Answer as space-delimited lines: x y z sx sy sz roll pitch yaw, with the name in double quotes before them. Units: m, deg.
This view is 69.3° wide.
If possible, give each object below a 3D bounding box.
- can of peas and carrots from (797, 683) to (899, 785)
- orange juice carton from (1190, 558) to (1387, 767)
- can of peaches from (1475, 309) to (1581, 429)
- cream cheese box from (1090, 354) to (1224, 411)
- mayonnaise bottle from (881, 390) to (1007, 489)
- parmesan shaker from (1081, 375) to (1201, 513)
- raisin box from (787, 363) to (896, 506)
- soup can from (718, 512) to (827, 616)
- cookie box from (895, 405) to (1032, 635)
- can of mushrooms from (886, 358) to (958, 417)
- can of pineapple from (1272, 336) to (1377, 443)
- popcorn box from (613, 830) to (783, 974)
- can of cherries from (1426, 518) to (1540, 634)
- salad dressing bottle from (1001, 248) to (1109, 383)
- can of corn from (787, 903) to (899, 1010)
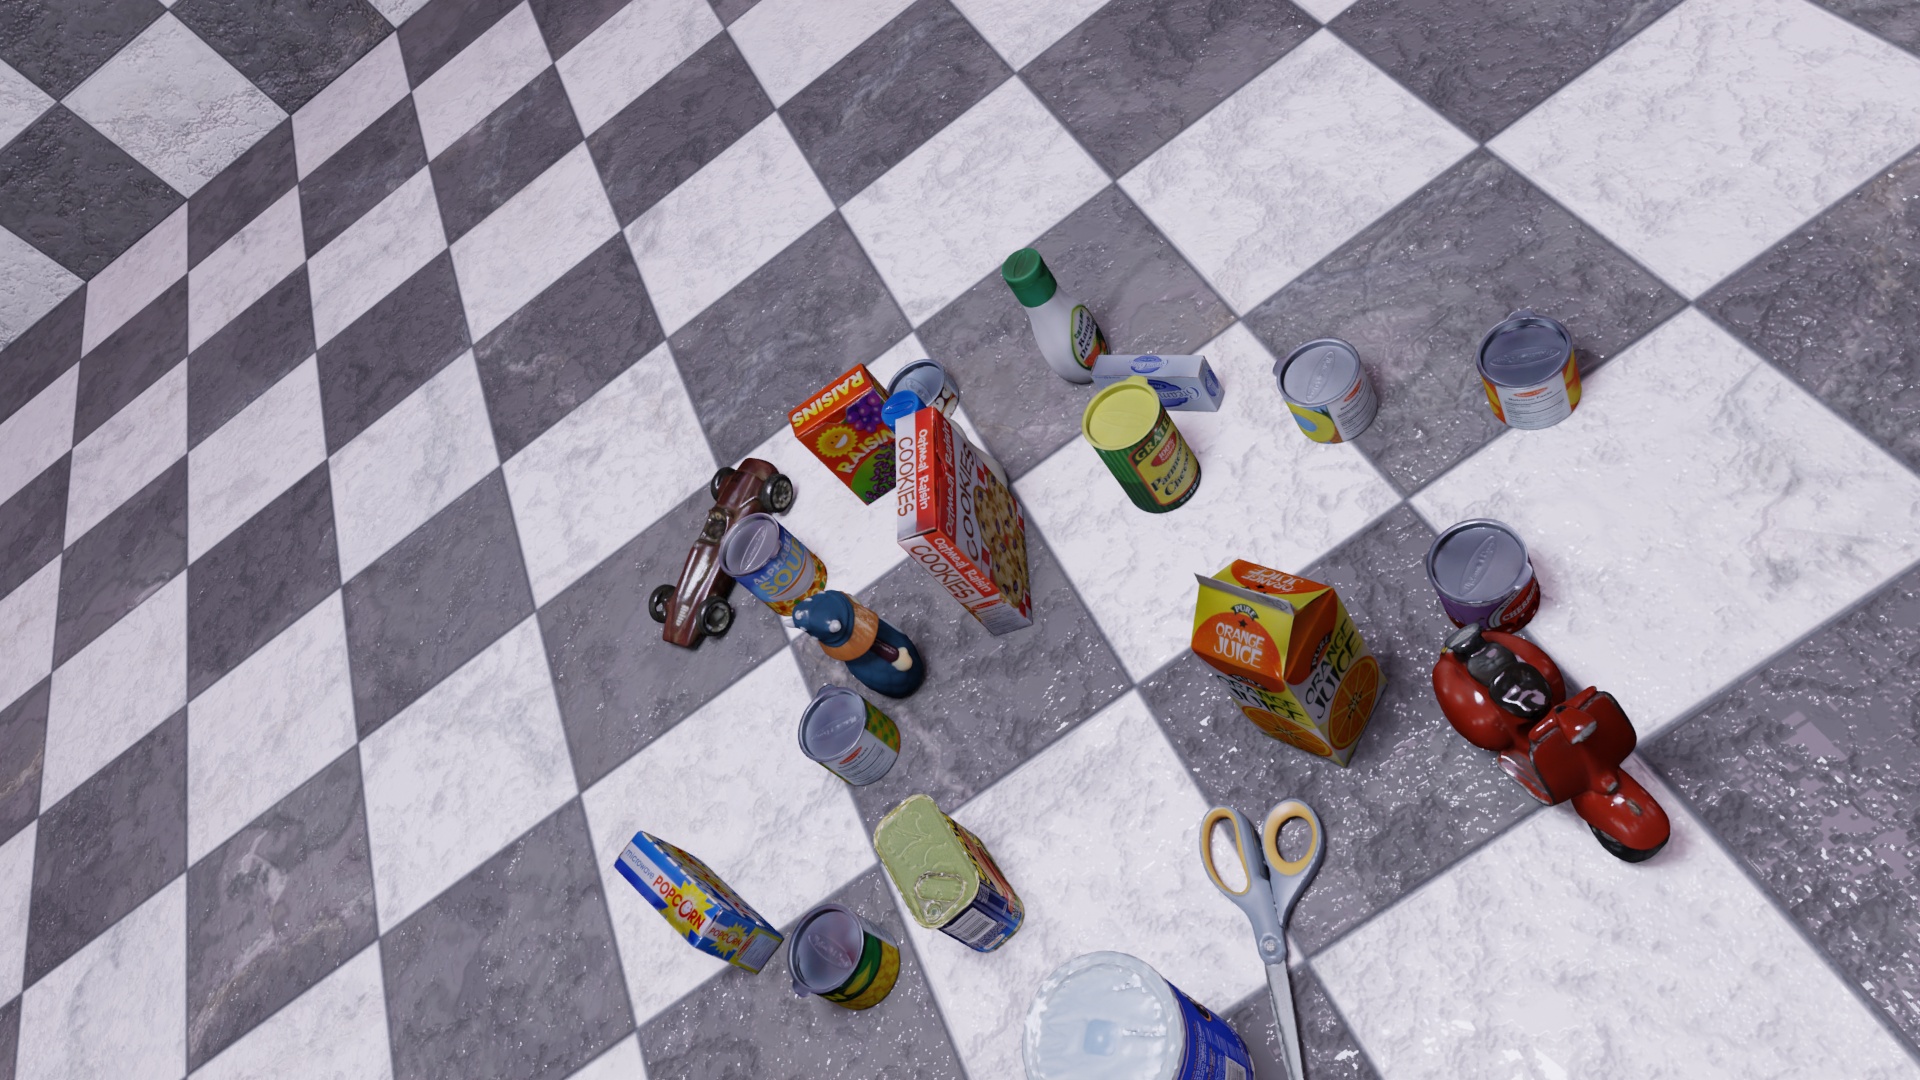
"can of peas and carrots" -0.093 0.162 1.156 0.071 0.058 0.071 -16 53 23
"orange juice carton" 0.217 0.075 0.931 0.072 0.192 0.073 20 73 39
"can of peaches" 0.421 -0.126 1.028 0.071 0.058 0.071 -16 53 23
"cream cheese box" 0.169 -0.135 1.194 0.104 0.053 0.024 5 64 34
"mayonnaise bottle" -0.016 -0.075 1.206 0.064 0.147 0.041 -18 53 22
"parmesan shaker" 0.151 -0.077 1.133 0.071 0.103 0.071 -16 53 23
"raisin box" -0.089 -0.096 1.281 0.086 0.123 0.040 -33 49 10
"soup can" -0.170 0.024 1.278 0.071 0.083 0.072 -16 53 23
"cookie box" 0.004 -0.014 1.139 0.040 0.167 0.123 -19 52 21
"can of mushrooms" -0.039 -0.138 1.338 0.071 0.033 0.071 -16 53 23
"can of pineapple" 0.291 -0.119 1.105 0.071 0.057 0.071 -16 53 23
"popcorn box" -0.213 0.292 1.126 0.127 0.085 0.038 28 78 41
"can of cherries" 0.364 0.028 0.961 0.071 0.058 0.072 -16 53 23
"salad dressing bottle" 0.084 -0.197 1.225 0.044 0.147 0.064 2 62 33
"can of corn" -0.089 0.318 1.050 0.071 0.058 0.071 -16 53 23
